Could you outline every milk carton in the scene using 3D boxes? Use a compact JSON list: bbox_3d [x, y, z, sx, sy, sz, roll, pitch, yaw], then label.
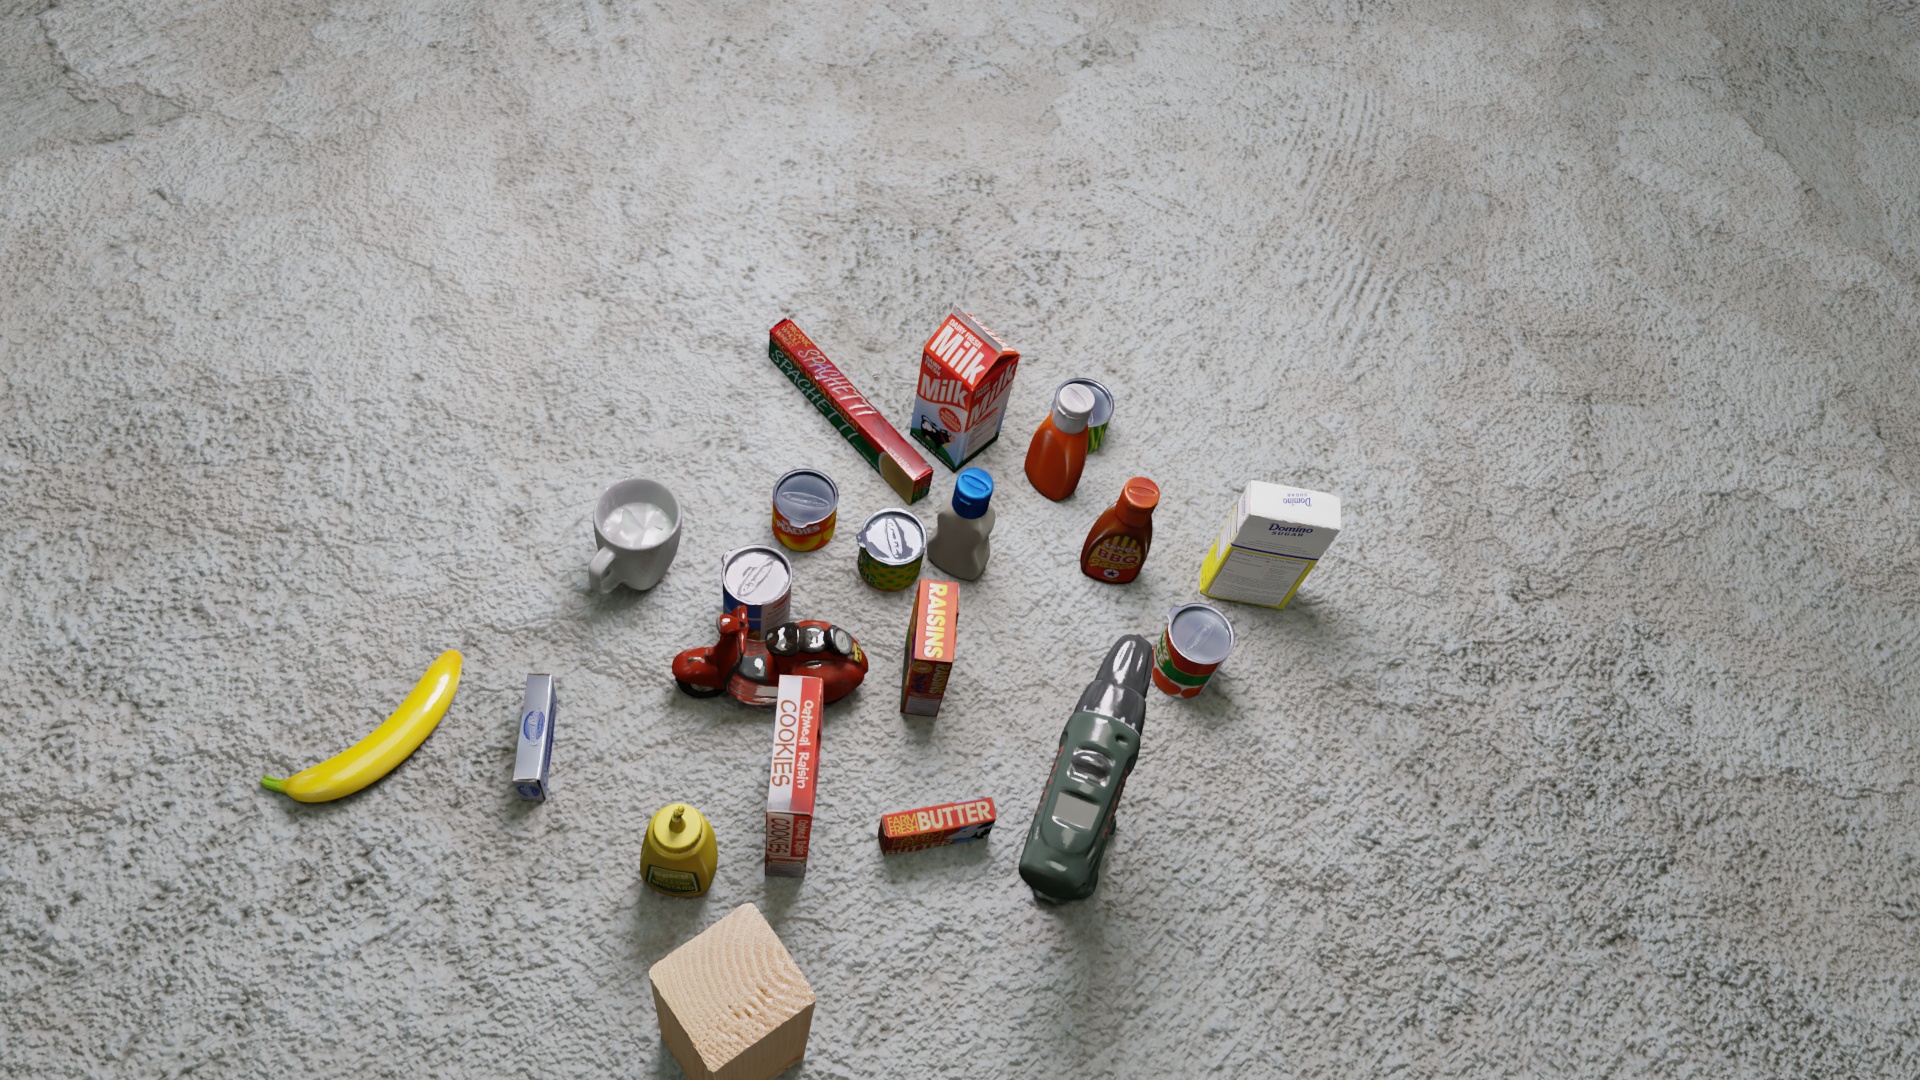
[{"bbox_3d":[0.005,-0.163,1.440,0.072,0.189,0.074,42,62,16],"label":"milk carton"}]

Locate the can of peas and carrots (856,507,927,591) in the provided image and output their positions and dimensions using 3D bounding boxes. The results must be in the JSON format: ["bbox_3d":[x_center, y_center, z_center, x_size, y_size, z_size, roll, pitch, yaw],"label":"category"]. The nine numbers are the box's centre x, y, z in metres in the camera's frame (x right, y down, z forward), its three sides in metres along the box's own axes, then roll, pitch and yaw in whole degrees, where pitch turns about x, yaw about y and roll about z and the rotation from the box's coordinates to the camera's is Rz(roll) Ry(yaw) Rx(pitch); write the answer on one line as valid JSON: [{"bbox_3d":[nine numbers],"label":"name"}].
[{"bbox_3d":[-0.072,0.010,1.399,0.071,0.058,0.071,4,58,-7],"label":"can of peas and carrots"}]

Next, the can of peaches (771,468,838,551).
[{"bbox_3d":[-0.159,-0.028,1.409,0.071,0.057,0.071,4,58,-7],"label":"can of peaches"}]

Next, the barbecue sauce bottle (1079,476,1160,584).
[{"bbox_3d":[0.165,-0.010,1.397,0.065,0.147,0.044,12,58,-2],"label":"barbecue sauce bottle"}]

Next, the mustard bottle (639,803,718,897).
[{"bbox_3d":[-0.237,0.255,1.163,0.065,0.159,0.049,10,58,-3],"label":"mustard bottle"}]

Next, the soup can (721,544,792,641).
[{"bbox_3d":[-0.198,0.051,1.339,0.071,0.083,0.071,4,59,-7],"label":"soup can"}]

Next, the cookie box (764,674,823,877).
[{"bbox_3d":[-0.145,0.207,1.203,0.040,0.166,0.123,5,59,-6],"label":"cookie box"}]

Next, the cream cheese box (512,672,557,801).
[{"bbox_3d":[-0.382,0.177,1.250,0.024,0.053,0.104,2,59,-8],"label":"cream cheese box"}]

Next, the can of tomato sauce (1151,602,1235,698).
[{"bbox_3d":[0.225,0.109,1.372,0.071,0.082,0.071,4,59,-7],"label":"can of tomato sauce"}]

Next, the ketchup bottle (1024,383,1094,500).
[{"bbox_3d":[0.106,-0.104,1.445,0.044,0.148,0.065,-31,68,-24],"label":"ketchup bottle"}]

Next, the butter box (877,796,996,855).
[{"bbox_3d":[-0.022,0.259,1.258,0.104,0.053,0.024,-7,61,-13],"label":"butter box"}]

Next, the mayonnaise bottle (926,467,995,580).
[{"bbox_3d":[0.005,-0.017,1.376,0.065,0.147,0.041,28,59,8],"label":"mayonnaise bottle"}]

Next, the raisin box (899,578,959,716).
[{"bbox_3d":[-0.029,0.103,1.311,0.040,0.122,0.086,7,58,-5],"label":"raisin box"}]

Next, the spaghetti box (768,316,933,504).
[{"bbox_3d":[-0.121,-0.140,1.488,0.029,0.050,0.250,-35,70,-25],"label":"spaghetti box"}]

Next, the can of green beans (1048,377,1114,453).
[{"bbox_3d":[0.130,-0.135,1.521,0.071,0.057,0.071,4,58,-7],"label":"can of green beans"}]
